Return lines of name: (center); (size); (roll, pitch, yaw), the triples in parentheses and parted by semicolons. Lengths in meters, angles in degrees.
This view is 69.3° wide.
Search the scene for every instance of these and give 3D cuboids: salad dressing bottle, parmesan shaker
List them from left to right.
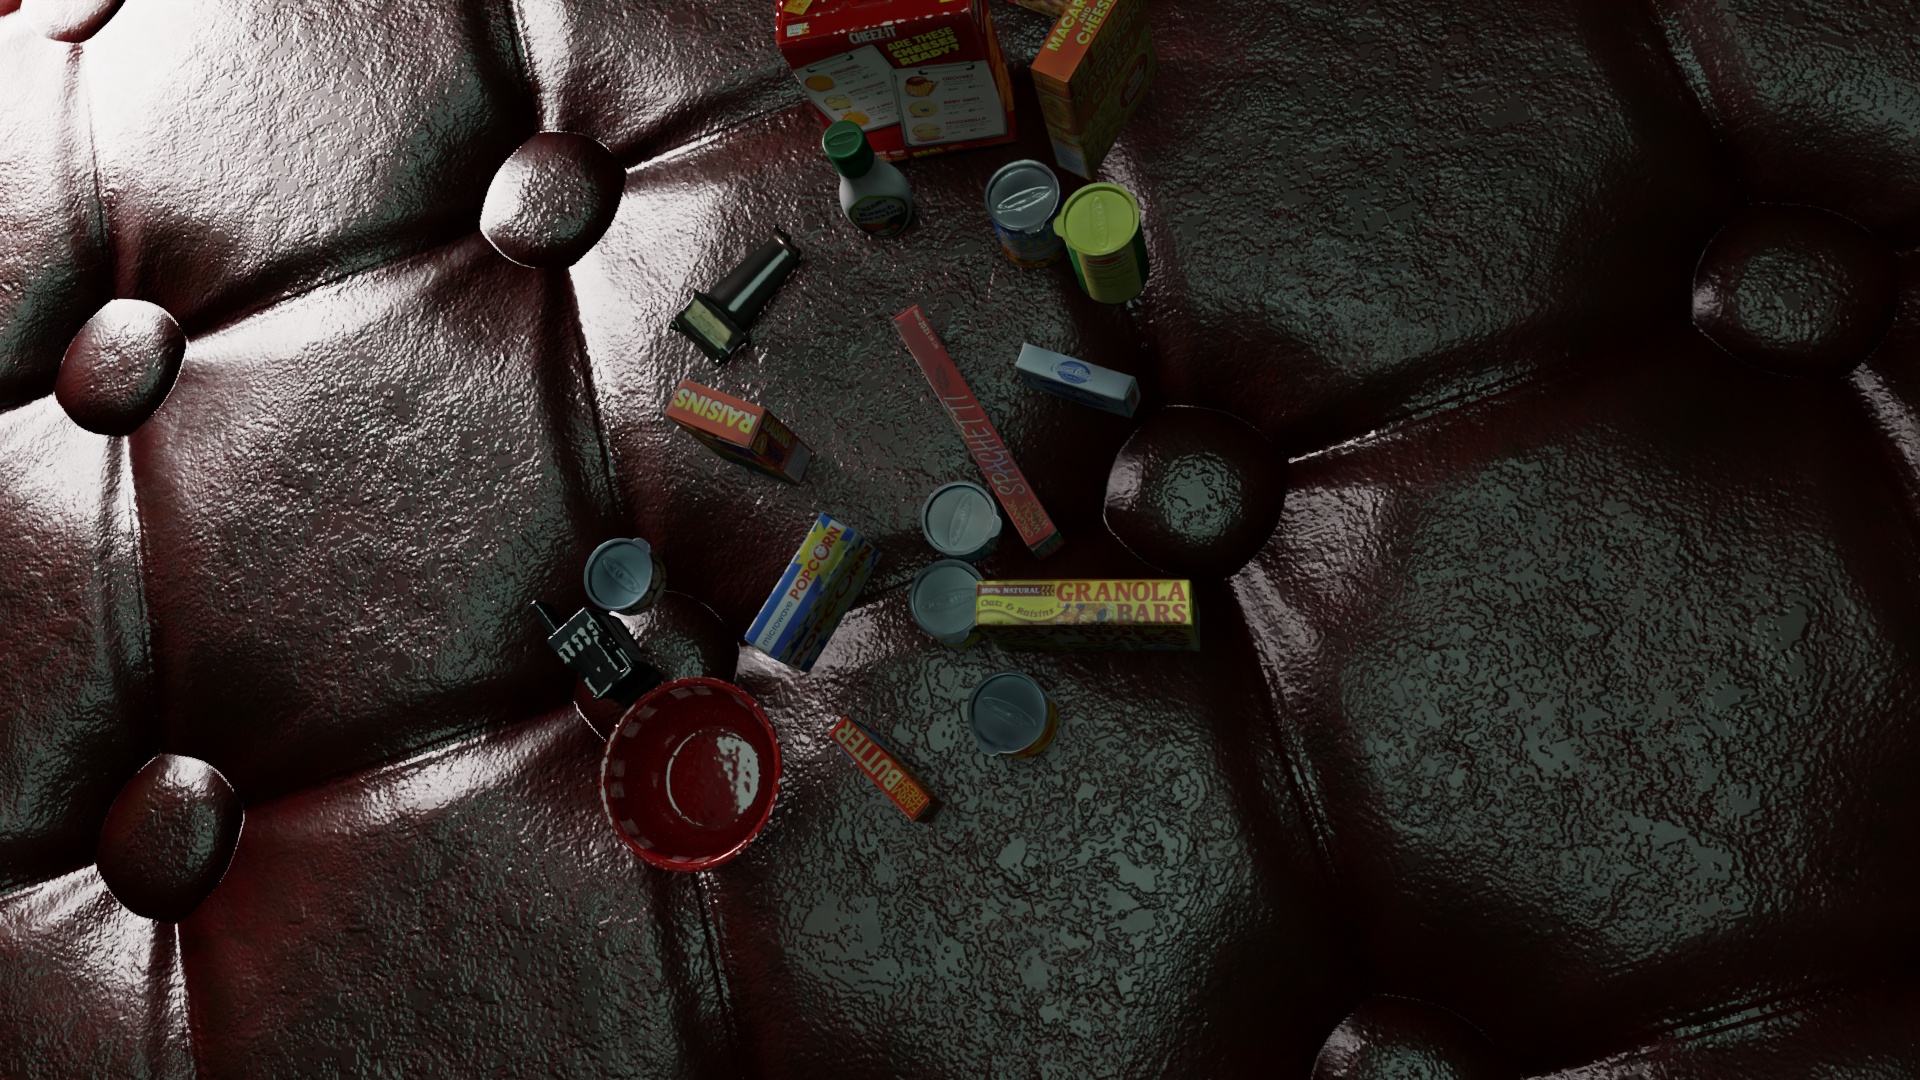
salad dressing bottle: (-0.084, -0.320, 1.232); (0.064, 0.147, 0.044); (-12, 74, 10)
parmesan shaker: (0.123, -0.253, 1.193); (0.071, 0.103, 0.071); (-3, 76, 12)

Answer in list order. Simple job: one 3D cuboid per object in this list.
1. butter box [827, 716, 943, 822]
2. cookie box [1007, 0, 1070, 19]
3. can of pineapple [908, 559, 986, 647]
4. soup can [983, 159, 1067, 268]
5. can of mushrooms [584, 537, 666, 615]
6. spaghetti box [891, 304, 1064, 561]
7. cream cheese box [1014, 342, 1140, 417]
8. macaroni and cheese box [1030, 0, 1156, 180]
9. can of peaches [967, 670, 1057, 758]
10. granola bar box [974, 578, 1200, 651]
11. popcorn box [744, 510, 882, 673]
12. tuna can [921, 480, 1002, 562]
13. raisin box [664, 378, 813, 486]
butter box: (-0.061, 0.189, 1.145); (0.103, 0.053, 0.024); (42, 88, 19)
cookie box: (0.074, -0.535, 1.243); (0.123, 0.167, 0.040); (26, 83, 17)
can of pineapple: (-0.005, 0.056, 1.165); (0.071, 0.057, 0.071); (-3, 75, 12)
soup can: (0.062, -0.283, 1.224); (0.071, 0.083, 0.071); (-3, 76, 12)
can of mushrooms: (-0.299, 0.032, 1.249); (0.071, 0.033, 0.071); (-3, 75, 12)
spaghetti box: (0.015, -0.094, 1.203); (0.028, 0.050, 0.250); (-32, 71, 3)
cream cheese box: (0.101, -0.137, 1.193); (0.104, 0.053, 0.024); (20, 81, 17)
macaroni and cheese box: (0.117, -0.406, 1.200); (0.040, 0.166, 0.124); (29, 84, 18)
can of peaches: (0.042, 0.145, 1.131); (0.071, 0.058, 0.071); (-3, 75, 12)
granola bar box: (0.105, 0.060, 1.104); (0.165, 0.124, 0.039); (-1, 76, 12)
popcorn box: (-0.123, 0.046, 1.179); (0.038, 0.085, 0.127); (30, 84, 18)
tuna can: (0.004, -0.015, 1.194); (0.071, 0.032, 0.071); (-3, 75, 12)
raisin box: (-0.191, -0.092, 1.210); (0.086, 0.123, 0.040); (22, 82, 17)
